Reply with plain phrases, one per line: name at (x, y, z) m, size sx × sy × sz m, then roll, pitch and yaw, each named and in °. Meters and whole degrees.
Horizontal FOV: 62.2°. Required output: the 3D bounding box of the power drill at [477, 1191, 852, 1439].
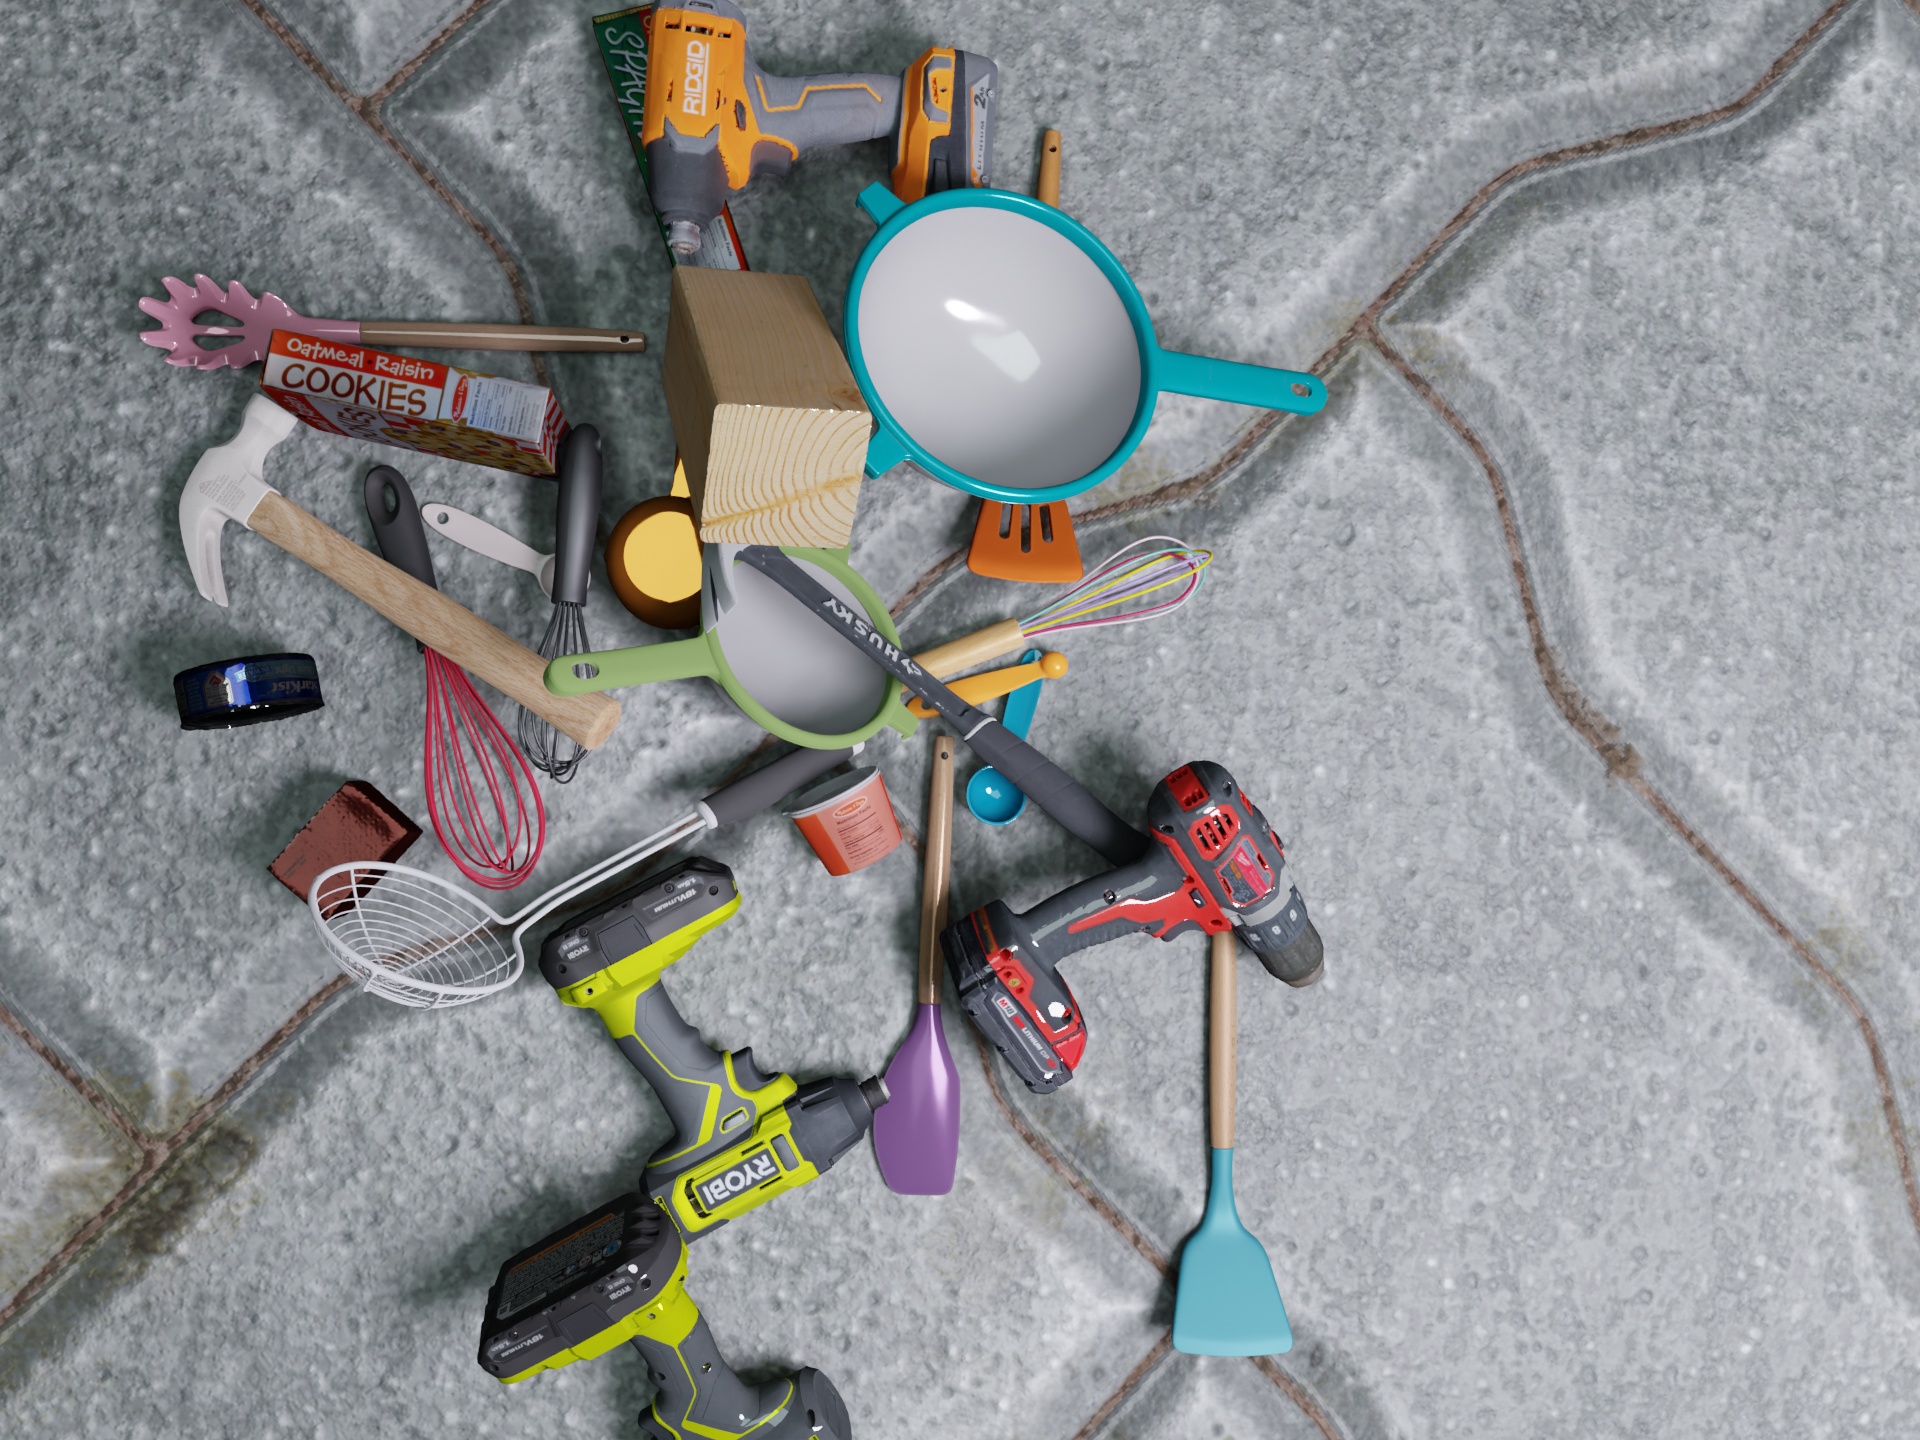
power drill at (-0.203, 0.431, 1.013) m, size 0.190 × 0.080 × 0.228 m, roll -29°, pitch 111°, yaw 3°

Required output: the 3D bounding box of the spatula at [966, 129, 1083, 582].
spatula at (0.054, -0.253, 1.102) m, size 0.081 × 0.041 × 0.322 m, roll 5°, pitch 87°, yaw -6°

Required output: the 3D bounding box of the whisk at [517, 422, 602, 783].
whisk at (-0.254, -0.078, 1.042) m, size 0.055 × 0.055 × 0.239 m, roll 5°, pitch 85°, yaw -7°

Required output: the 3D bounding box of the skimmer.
skimmer at (-0.214, 0.067, 0.988) m, size 0.363 × 0.090 × 0.127 m, roll -29°, pitch 48°, yaw -26°

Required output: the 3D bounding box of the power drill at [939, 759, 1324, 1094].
power drill at (0.122, 0.150, 1.051) m, size 0.226 × 0.080 × 0.187 m, roll -33°, pitch 119°, yaw 5°

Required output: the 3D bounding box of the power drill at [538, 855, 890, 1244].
power drill at (-0.163, 0.210, 1.049) m, size 0.171 × 0.080 × 0.223 m, roll -27°, pitch 95°, yaw -6°

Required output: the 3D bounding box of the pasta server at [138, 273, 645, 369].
pasta server at (-0.370, -0.257, 1.054) m, size 0.316 × 0.040 × 0.060 m, roll 0°, pitch 94°, yaw -8°

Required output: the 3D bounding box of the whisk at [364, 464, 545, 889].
whisk at (-0.338, -0.030, 1.044) m, size 0.073 × 0.073 × 0.296 m, roll -19°, pitch 84°, yaw -7°

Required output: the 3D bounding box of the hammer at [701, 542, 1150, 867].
hammer at (-0.002, -0.003, 1.036) m, size 0.408 × 0.149 × 0.036 m, roll 39°, pitch 126°, yaw -18°

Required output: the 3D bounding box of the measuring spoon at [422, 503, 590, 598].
measuring spoon at (-0.305, -0.115, 1.072) m, size 0.124 × 0.018 × 0.034 m, roll 26°, pitch 89°, yaw 2°

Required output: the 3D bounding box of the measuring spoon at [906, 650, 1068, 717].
measuring spoon at (0.018, -0.025, 1.098) m, size 0.117 × 0.011 × 0.021 m, roll -17°, pitch 72°, yaw 0°

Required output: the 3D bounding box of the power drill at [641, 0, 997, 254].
power drill at (-0.096, -0.378, 1.053) m, size 0.226 × 0.084 × 0.164 m, roll 5°, pitch 86°, yaw -14°

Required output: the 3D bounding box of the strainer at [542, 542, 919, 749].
strainer at (-0.155, -0.033, 1.014) m, size 0.256 × 0.069 × 0.151 m, roll -11°, pitch 74°, yaw -41°

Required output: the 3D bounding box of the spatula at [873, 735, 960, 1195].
spatula at (-0.022, 0.168, 1.092) m, size 0.059 × 0.018 × 0.316 m, roll 4°, pitch 89°, yaw -6°

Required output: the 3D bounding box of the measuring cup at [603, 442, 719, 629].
measuring cup at (-0.187, -0.148, 1.064) m, size 0.095 × 0.052 × 0.173 m, roll 8°, pitch 90°, yaw -6°

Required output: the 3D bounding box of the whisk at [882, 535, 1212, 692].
whisk at (0.061, -0.070, 1.101) m, size 0.245 × 0.051 × 0.047 m, roll -22°, pitch 50°, yaw -2°

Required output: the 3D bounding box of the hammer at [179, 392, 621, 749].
hammer at (-0.359, -0.077, 1.012) m, size 0.331 × 0.031 × 0.130 m, roll 31°, pitch 84°, yaw 11°

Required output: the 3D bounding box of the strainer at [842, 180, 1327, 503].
strainer at (0.075, -0.223, 1.052) m, size 0.340 × 0.095 × 0.211 m, roll 4°, pitch 76°, yaw -21°

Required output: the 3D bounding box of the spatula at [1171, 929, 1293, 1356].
spatula at (0.185, 0.271, 1.101) m, size 0.082 × 0.044 × 0.317 m, roll 0°, pitch 87°, yaw 1°

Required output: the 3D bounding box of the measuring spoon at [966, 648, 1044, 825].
measuring spoon at (0.035, 0.012, 1.108) m, size 0.042 × 0.021 × 0.129 m, roll 18°, pitch 77°, yaw -7°
